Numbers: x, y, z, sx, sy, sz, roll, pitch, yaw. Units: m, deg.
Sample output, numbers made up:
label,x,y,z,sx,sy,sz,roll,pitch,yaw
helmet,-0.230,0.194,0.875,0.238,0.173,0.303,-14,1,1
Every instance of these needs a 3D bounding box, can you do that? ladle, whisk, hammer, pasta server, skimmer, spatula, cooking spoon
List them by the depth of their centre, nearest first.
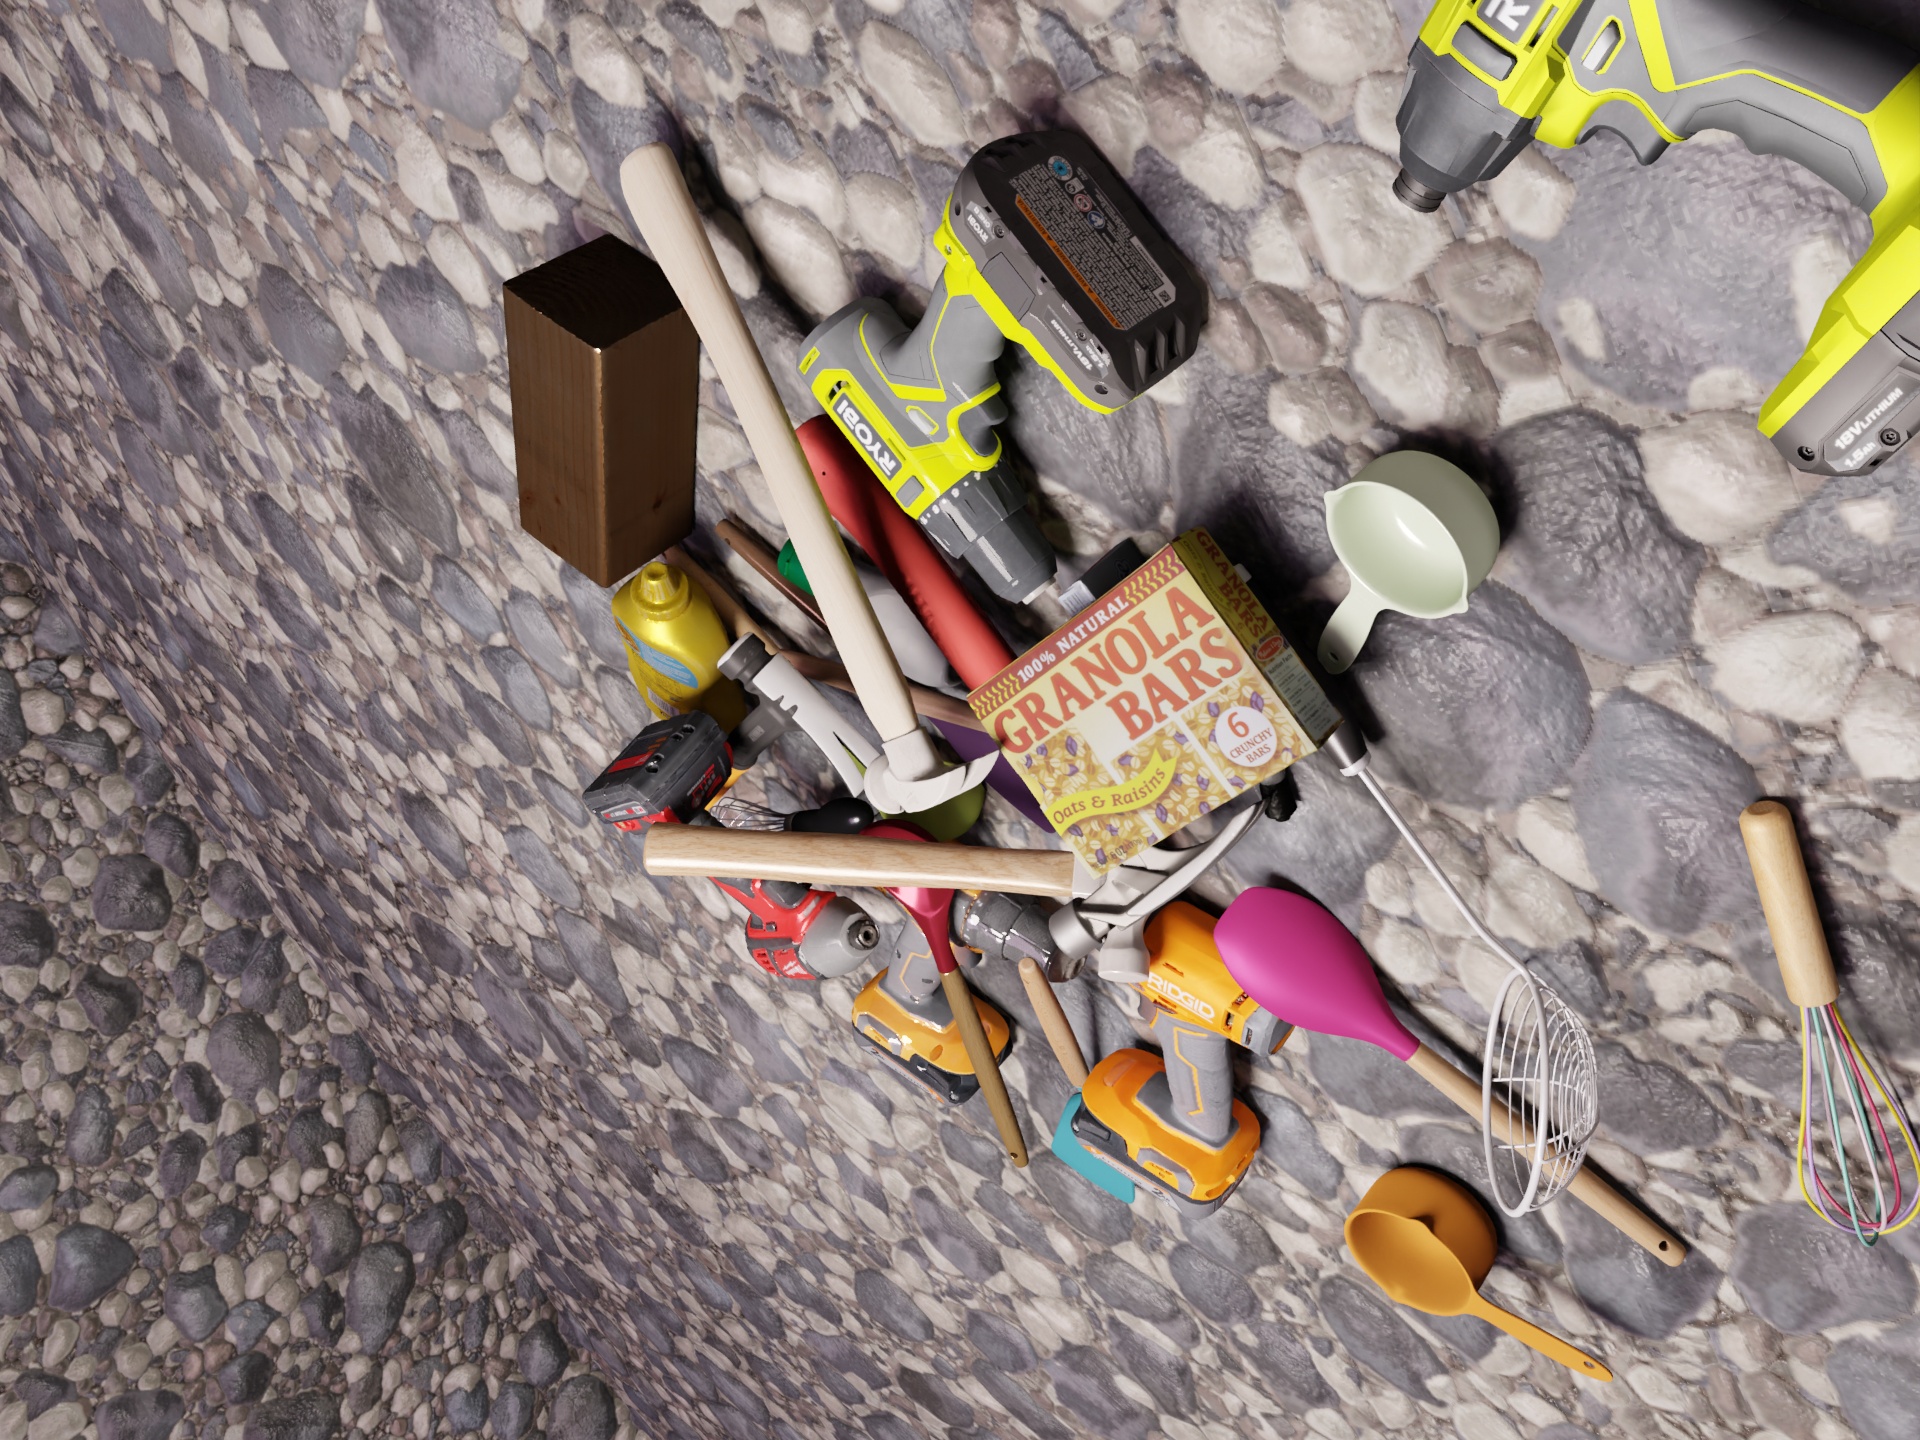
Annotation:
label,x,y,z,sx,sy,sz,roll,pitch,yaw
whisk,0.399,0.147,0.742,0.047,0.051,0.244,1,120,54
skimmer,0.219,0.088,0.836,0.363,0.090,0.127,54,-171,-1
hammer,-0.094,-0.140,0.911,0.410,0.038,0.146,66,159,-1
cooking spoon,0.284,0.208,0.922,0.319,0.069,0.017,38,-179,7
hammer,0.019,-0.043,0.938,0.149,0.036,0.359,-41,77,23
hammer,-0.041,0.088,1.012,0.331,0.130,0.031,3,160,10
pasta server,-0.002,-0.003,1.021,0.316,0.040,0.060,17,112,32
spatula,-0.049,-0.036,1.077,0.316,0.018,0.059,40,145,11
ladle,0.000,0.195,1.119,0.069,0.031,0.315,-3,119,30
ladle,-0.107,-0.031,1.137,0.320,0.062,0.078,45,150,18
spatula,0.078,0.259,1.155,0.082,0.044,0.317,27,156,33
hammer,-0.167,0.036,1.172,0.127,0.034,0.337,45,151,-7
whisk,-0.137,0.082,1.225,0.070,0.070,0.284,57,150,-11

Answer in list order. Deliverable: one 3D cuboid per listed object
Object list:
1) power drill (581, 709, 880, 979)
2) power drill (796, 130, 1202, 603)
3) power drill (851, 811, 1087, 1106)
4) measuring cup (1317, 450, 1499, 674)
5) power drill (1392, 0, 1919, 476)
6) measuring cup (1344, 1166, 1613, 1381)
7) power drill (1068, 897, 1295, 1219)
label,x,y,z,sx,sy,sz,roll,pitch,yaw
power drill,-0.152,0.100,1.129,0.219,0.078,0.143,49,151,-18
power drill,0.021,-0.172,0.827,0.190,0.080,0.228,52,148,-1
power drill,0.002,0.188,1.182,0.185,0.084,0.226,28,136,24
measuring cup,0.206,-0.069,0.765,0.083,0.038,0.167,43,161,15
power drill,0.262,-0.197,0.547,0.223,0.080,0.171,45,144,13
measuring cup,0.329,0.344,0.992,0.174,0.052,0.095,26,139,27
power drill,0.135,0.211,1.057,0.164,0.084,0.226,29,136,27
